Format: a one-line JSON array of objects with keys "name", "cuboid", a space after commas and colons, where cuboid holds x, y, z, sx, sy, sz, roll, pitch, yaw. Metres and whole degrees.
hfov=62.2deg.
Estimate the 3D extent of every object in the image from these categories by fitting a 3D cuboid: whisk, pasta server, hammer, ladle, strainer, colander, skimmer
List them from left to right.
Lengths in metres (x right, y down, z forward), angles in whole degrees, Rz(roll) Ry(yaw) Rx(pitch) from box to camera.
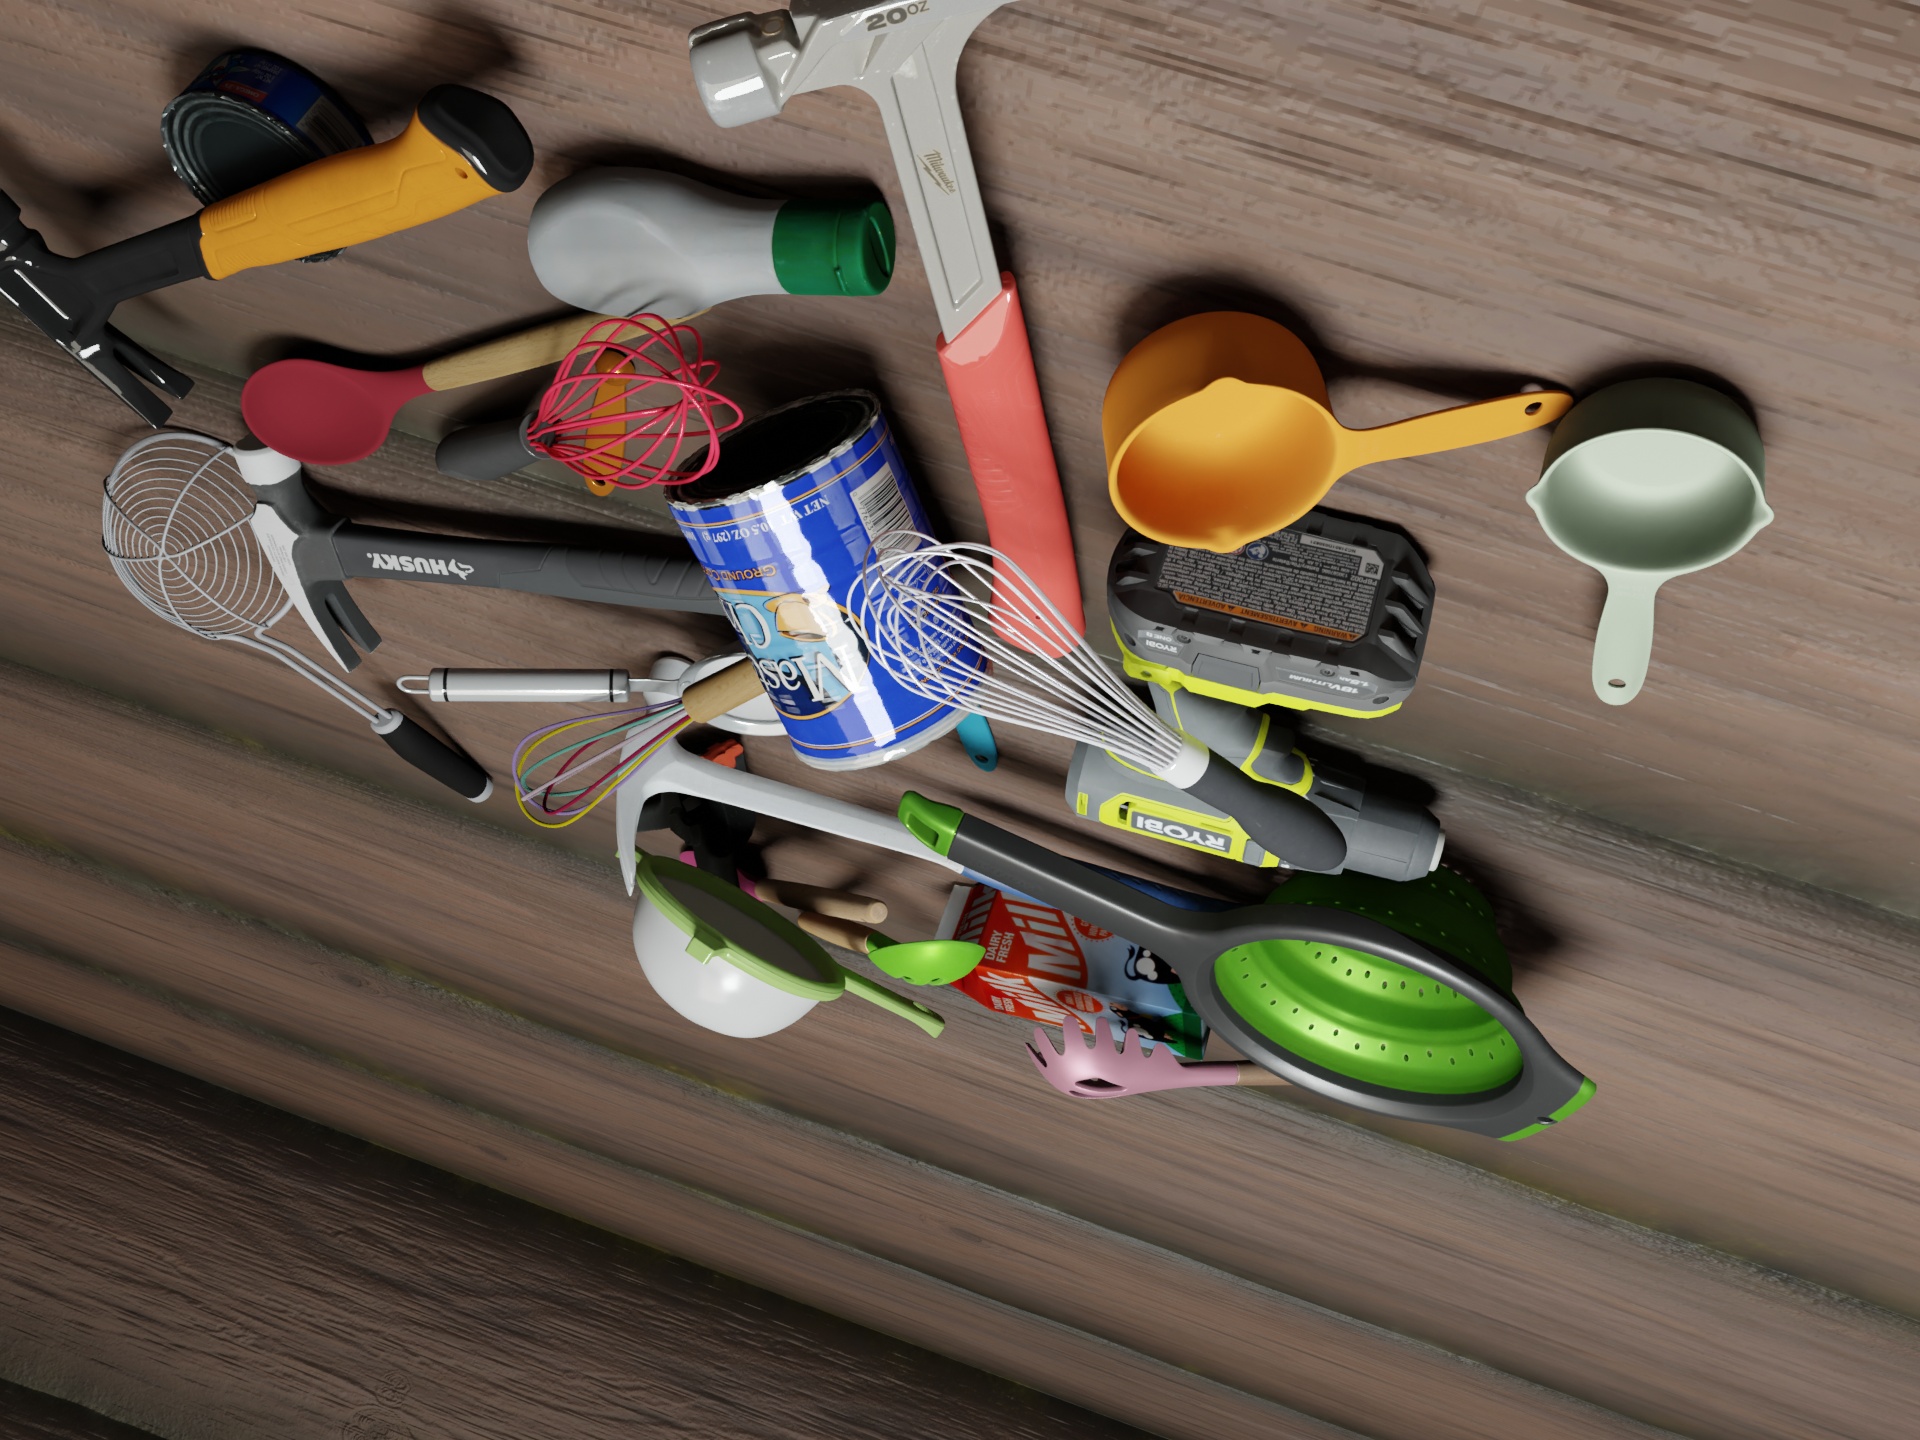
[{"name": "hammer", "cuboid": [-0.302, -0.203, 0.684, 0.337, 0.034, 0.127, -2, 141, 34]}, {"name": "skimmer", "cuboid": [-0.417, -0.052, 1.065, 0.127, 0.090, 0.362, -11, 151, 14]}, {"name": "ladle", "cuboid": [-0.240, -0.172, 0.771, 0.315, 0.031, 0.069, -4, 143, 34]}, {"name": "hammer", "cuboid": [-0.241, -0.081, 0.884, 0.335, 0.035, 0.146, 7, 129, 17]}, {"name": "whisk", "cuboid": [-0.185, -0.134, 0.732, 0.073, 0.073, 0.296, 41, 159, -30]}, {"name": "strainer", "cuboid": [-0.184, -0.022, 0.897, 0.258, 0.050, 0.086, 0, 148, -8]}, {"name": "whisk", "cuboid": [-0.157, 0.003, 0.863, 0.245, 0.047, 0.051, -24, 140, 29]}, {"name": "strainer", "cuboid": [-0.115, 0.174, 1.020, 0.256, 0.069, 0.152, 33, -179, -36]}, {"name": "hammer", "cuboid": [-0.008, 0.082, 0.951, 0.405, 0.144, 0.035, 17, 151, -4]}, {"name": "hammer", "cuboid": [0.021, -0.137, 0.631, 0.149, 0.037, 0.358, -11, 148, 6]}, {"name": "whisk", "cuboid": [0.070, 0.001, 0.671, 0.284, 0.070, 0.070, 30, 150, -30]}, {"name": "colander", "cuboid": [0.160, 0.102, 0.893, 0.397, 0.094, 0.204, 24, 150, 4]}, {"name": "pasta server", "cuboid": [0.195, 0.215, 1.006, 0.316, 0.040, 0.060, 3, 144, -17]}]

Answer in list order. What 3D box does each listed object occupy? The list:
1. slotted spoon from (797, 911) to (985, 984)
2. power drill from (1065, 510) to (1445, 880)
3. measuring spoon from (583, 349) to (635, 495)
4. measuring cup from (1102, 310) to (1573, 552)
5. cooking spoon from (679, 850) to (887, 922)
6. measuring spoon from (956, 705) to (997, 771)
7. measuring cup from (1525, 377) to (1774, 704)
[{"name": "slotted spoon", "cuboid": [-0.063, 0.149, 1.076, 0.070, 0.031, 0.314, 5, 177, -21]}, {"name": "power drill", "cuboid": [0.149, 0.001, 0.755, 0.190, 0.080, 0.228, 15, 151, 12]}, {"name": "measuring spoon", "cuboid": [-0.177, -0.143, 0.791, 0.021, 0.011, 0.117, 24, 149, -5]}, {"name": "measuring cup", "cuboid": [0.139, -0.121, 0.606, 0.173, 0.052, 0.095, -10, 145, 4]}, {"name": "cooking spoon", "cuboid": [-0.125, 0.117, 1.089, 0.068, 0.017, 0.319, 38, 161, -22]}, {"name": "measuring spoon", "cuboid": [-0.001, -0.003, 0.891, 0.042, 0.021, 0.128, 7, 145, 23]}, {"name": "measuring cup", "cuboid": [0.263, -0.066, 0.616, 0.083, 0.038, 0.167, 8, 149, 21]}]
